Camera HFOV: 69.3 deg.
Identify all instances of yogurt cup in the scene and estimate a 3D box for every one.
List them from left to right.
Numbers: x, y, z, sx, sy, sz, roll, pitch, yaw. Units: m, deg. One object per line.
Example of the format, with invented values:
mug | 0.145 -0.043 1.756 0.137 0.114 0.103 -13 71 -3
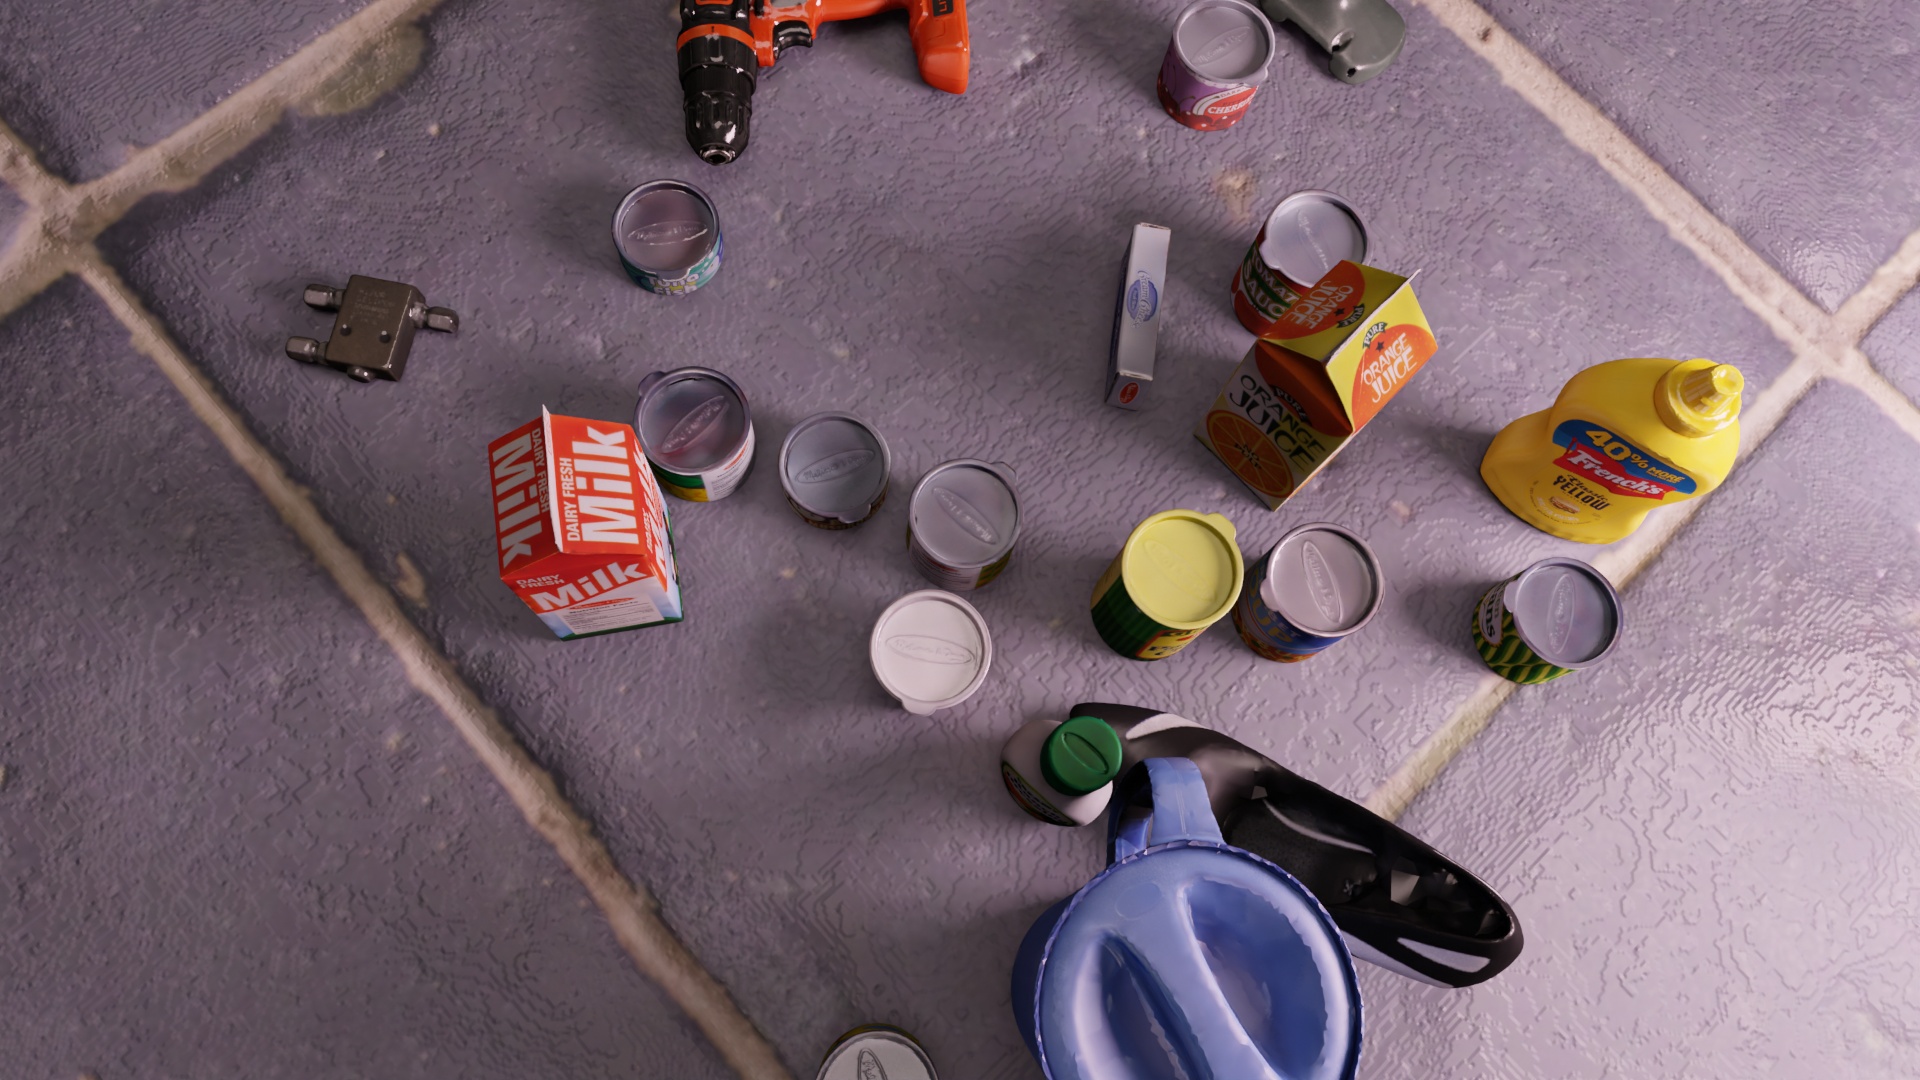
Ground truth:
yogurt cup | -0.018 0.066 0.794 0.072 0.053 0.072 1 74 -4

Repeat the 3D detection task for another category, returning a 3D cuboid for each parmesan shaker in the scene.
parmesan shaker | 0.117 0.027 0.790 0.071 0.102 0.071 1 74 -4

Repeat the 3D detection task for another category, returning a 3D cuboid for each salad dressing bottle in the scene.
salad dressing bottle | 0.055 0.120 0.735 0.064 0.147 0.044 41 76 7

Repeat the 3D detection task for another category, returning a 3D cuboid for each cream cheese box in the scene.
cream cheese box | 0.109 -0.138 0.863 0.024 0.053 0.104 9 74 -1

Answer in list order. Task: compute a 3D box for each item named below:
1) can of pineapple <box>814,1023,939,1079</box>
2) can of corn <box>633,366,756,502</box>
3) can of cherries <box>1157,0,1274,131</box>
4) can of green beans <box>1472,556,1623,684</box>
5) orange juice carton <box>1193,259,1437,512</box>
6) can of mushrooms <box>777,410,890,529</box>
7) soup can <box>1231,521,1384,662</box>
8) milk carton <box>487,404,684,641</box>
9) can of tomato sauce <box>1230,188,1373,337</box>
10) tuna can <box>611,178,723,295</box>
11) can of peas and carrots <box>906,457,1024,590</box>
can of pineapple | -0.046 0.289 0.726 0.071 0.057 0.071 1 74 -4
can of corn | -0.157 -0.063 0.819 0.071 0.058 0.071 1 74 -4
can of cherries | 0.168 -0.311 0.915 0.071 0.058 0.071 1 74 -4
can of green beans | 0.347 0.049 0.824 0.071 0.057 0.071 1 74 -4
orange juice carton | 0.201 -0.090 0.783 0.072 0.192 0.073 -42 81 -13
can of mushrooms | -0.074 -0.039 0.831 0.071 0.033 0.071 1 74 -4
soup can | 0.196 0.032 0.804 0.071 0.083 0.071 1 74 -4
milk carton | -0.197 -0.005 0.731 0.073 0.190 0.072 -9 75 -7
can of tomato sauce | 0.209 -0.167 0.863 0.071 0.083 0.071 1 74 -4
tuna can | -0.181 -0.186 0.866 0.071 0.032 0.071 1 74 -4
can of peas and carrots | 0.003 -0.010 0.815 0.071 0.058 0.071 1 74 -4
